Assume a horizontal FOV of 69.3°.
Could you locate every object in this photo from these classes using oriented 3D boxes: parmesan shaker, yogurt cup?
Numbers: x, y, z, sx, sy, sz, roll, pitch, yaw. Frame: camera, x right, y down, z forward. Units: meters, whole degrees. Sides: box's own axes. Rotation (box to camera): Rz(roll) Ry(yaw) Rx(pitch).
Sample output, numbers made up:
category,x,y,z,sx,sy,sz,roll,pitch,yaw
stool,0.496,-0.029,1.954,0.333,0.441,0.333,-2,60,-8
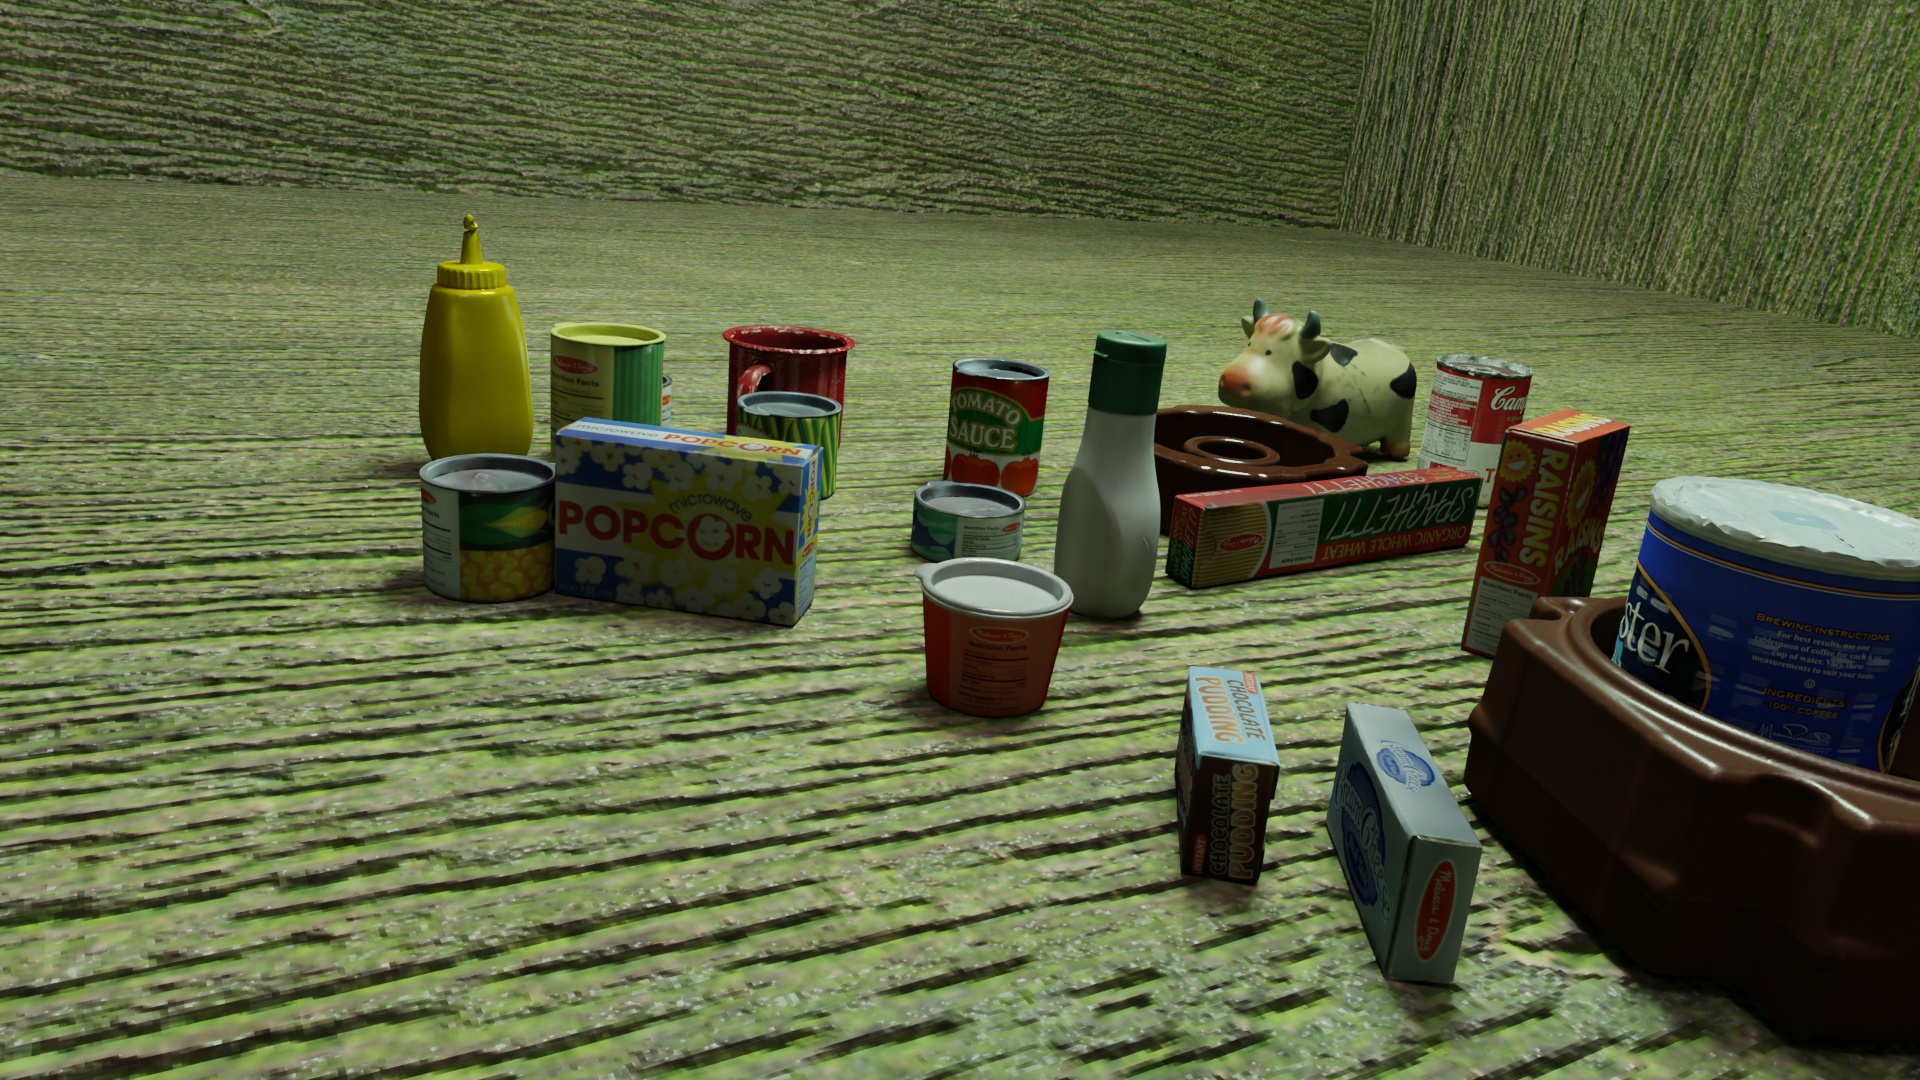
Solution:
category,x,y,z,sx,sy,sz,roll,pitch,yaw
parmesan shaker,-0.214,-0.075,0.834,0.071,0.102,0.071,5,18,-2
yogurt cup,0.014,0.044,0.623,0.072,0.053,0.072,5,18,-2

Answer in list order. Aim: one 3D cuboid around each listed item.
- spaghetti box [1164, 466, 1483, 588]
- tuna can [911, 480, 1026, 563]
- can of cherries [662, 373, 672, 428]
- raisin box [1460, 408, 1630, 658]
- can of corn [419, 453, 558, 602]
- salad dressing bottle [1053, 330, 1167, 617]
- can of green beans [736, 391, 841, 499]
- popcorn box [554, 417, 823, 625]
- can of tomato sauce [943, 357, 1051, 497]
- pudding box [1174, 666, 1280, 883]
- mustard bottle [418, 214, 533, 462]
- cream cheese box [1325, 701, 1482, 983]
category,x,y,z,sx,sy,sz,roll,pitch,yaw
spaghetti box,0.231,-0.011,0.859,0.251,0.050,0.029,-7,22,-33
tuna can,0.003,-0.010,0.816,0.071,0.032,0.071,5,18,-2
can of cherries,-0.227,-0.081,0.919,0.071,0.058,0.072,5,18,-2
raisin box,0.312,-0.003,0.742,0.040,0.123,0.086,21,23,39
can of corn,-0.233,-0.007,0.697,0.071,0.058,0.071,5,18,-2
salad dressing bottle,0.081,-0.035,0.731,0.044,0.147,0.064,-5,20,-29
can of green beans,-0.112,-0.061,0.894,0.071,0.057,0.071,5,18,-2
popcorn box,-0.136,-0.010,0.692,0.127,0.085,0.038,7,18,6
can of tomato sauce,0.023,-0.077,0.942,0.071,0.082,0.071,5,18,-2
pudding box,0.100,0.086,0.528,0.030,0.049,0.084,7,18,5
mustard bottle,-0.299,-0.121,0.857,0.065,0.159,0.049,-10,24,-40
cream cheese box,0.153,0.103,0.488,0.024,0.053,0.104,6,18,2
